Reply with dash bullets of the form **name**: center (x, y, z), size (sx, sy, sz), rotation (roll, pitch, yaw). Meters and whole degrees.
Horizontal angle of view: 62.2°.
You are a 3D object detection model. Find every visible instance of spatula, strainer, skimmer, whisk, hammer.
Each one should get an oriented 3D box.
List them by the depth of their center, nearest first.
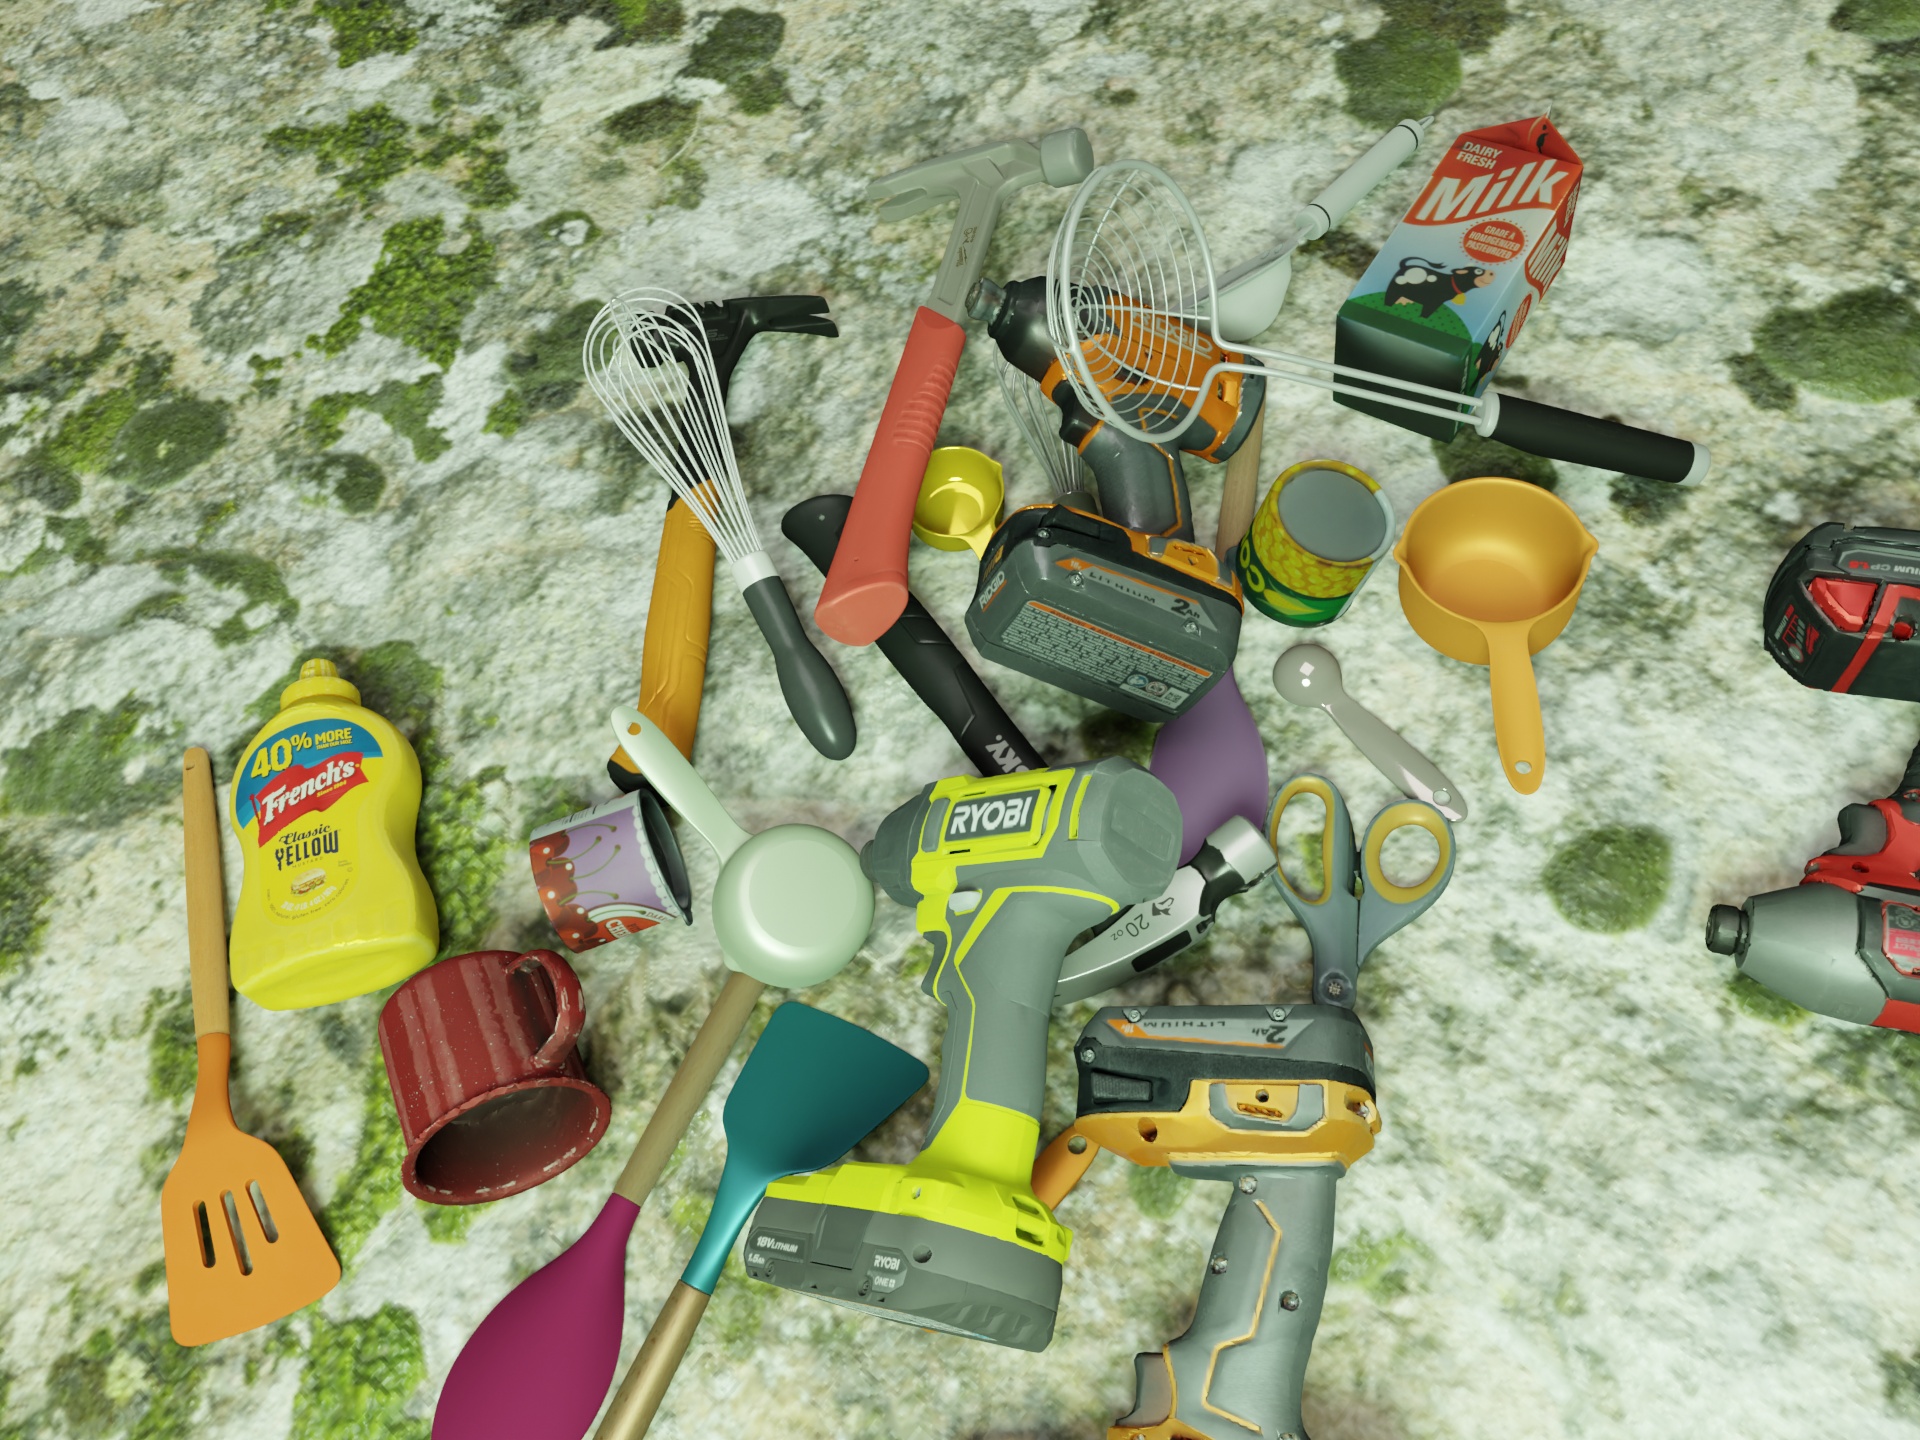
- **spatula**: center (-0.121, 0.269, 0.681), size (0.082, 0.044, 0.317), rotation (21, 71, 20)
- **skimmer**: center (0.210, -0.168, 0.758), size (0.363, 0.090, 0.127), rotation (11, 81, -10)
- **spatula**: center (-0.373, 0.144, 0.802), size (0.081, 0.041, 0.323), rotation (-22, 55, -3)
- **hammer**: center (-0.001, -0.003, 0.803), size (0.146, 0.035, 0.335), rotation (-36, 58, -4)
- **spatula**: center (0.139, -0.058, 0.822), size (0.060, 0.018, 0.316), rotation (4, 62, 14)
- **whisk**: center (-0.121, -0.106, 0.840), size (0.070, 0.070, 0.285), rotation (-26, 80, -5)
- **whisk**: center (0.060, -0.124, 0.862), size (0.057, 0.059, 0.247), rotation (1, 61, -20)
- **hammer**: center (-0.027, -0.194, 0.886), size (0.149, 0.036, 0.359), rotation (-5, 54, 30)
- **hammer**: center (-0.145, -0.106, 0.896), size (0.127, 0.034, 0.337), rotation (-4, 60, 10)
- **strainer**: center (0.203, -0.286, 0.930), size (0.258, 0.050, 0.087), rotation (-44, 18, -21)

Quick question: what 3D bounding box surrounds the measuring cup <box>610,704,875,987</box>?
- **measuring cup**: center (-0.107, 0.052, 0.753), size (0.083, 0.038, 0.167), rotation (-41, 88, -24)

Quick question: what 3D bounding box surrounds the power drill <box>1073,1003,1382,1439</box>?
- **power drill**: center (0.082, 0.232, 0.629), size (0.185, 0.084, 0.226), rotation (-4, 64, 19)

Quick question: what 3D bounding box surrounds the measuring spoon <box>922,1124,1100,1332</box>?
- **measuring spoon**: center (0.022, 0.216, 0.689), size (0.021, 0.011, 0.117), rotation (37, 73, 27)

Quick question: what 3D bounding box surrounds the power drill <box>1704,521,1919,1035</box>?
- **power drill**: center (0.406, 0.028, 0.691), size (0.143, 0.078, 0.220), rotation (8, 65, 16)

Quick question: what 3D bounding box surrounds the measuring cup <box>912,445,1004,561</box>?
- **measuring cup**: center (0.021, -0.080, 0.860), size (0.062, 0.029, 0.157), rotation (-29, 71, -7)

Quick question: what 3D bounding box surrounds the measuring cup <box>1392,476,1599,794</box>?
- **measuring cup**: center (0.259, -0.033, 0.767), size (0.095, 0.052, 0.174), rotation (-2, 62, 9)

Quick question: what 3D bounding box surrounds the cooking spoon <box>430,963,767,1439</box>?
- **cooking spoon**: center (-0.140, 0.195, 0.728), size (0.069, 0.017, 0.319), rotation (21, 66, 16)

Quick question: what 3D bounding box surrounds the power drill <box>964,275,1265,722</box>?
- **power drill**: center (0.067, -0.126, 0.790), size (0.164, 0.084, 0.227), rotation (21, 53, -15)

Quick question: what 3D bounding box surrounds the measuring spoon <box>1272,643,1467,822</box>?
- **measuring spoon**: center (0.200, 0.004, 0.775), size (0.034, 0.018, 0.124), rotation (-36, 61, -11)

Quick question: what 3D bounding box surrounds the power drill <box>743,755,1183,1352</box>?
- **power drill**: center (-0.005, 0.129, 0.654), size (0.171, 0.080, 0.223), rotation (-12, 55, 47)
